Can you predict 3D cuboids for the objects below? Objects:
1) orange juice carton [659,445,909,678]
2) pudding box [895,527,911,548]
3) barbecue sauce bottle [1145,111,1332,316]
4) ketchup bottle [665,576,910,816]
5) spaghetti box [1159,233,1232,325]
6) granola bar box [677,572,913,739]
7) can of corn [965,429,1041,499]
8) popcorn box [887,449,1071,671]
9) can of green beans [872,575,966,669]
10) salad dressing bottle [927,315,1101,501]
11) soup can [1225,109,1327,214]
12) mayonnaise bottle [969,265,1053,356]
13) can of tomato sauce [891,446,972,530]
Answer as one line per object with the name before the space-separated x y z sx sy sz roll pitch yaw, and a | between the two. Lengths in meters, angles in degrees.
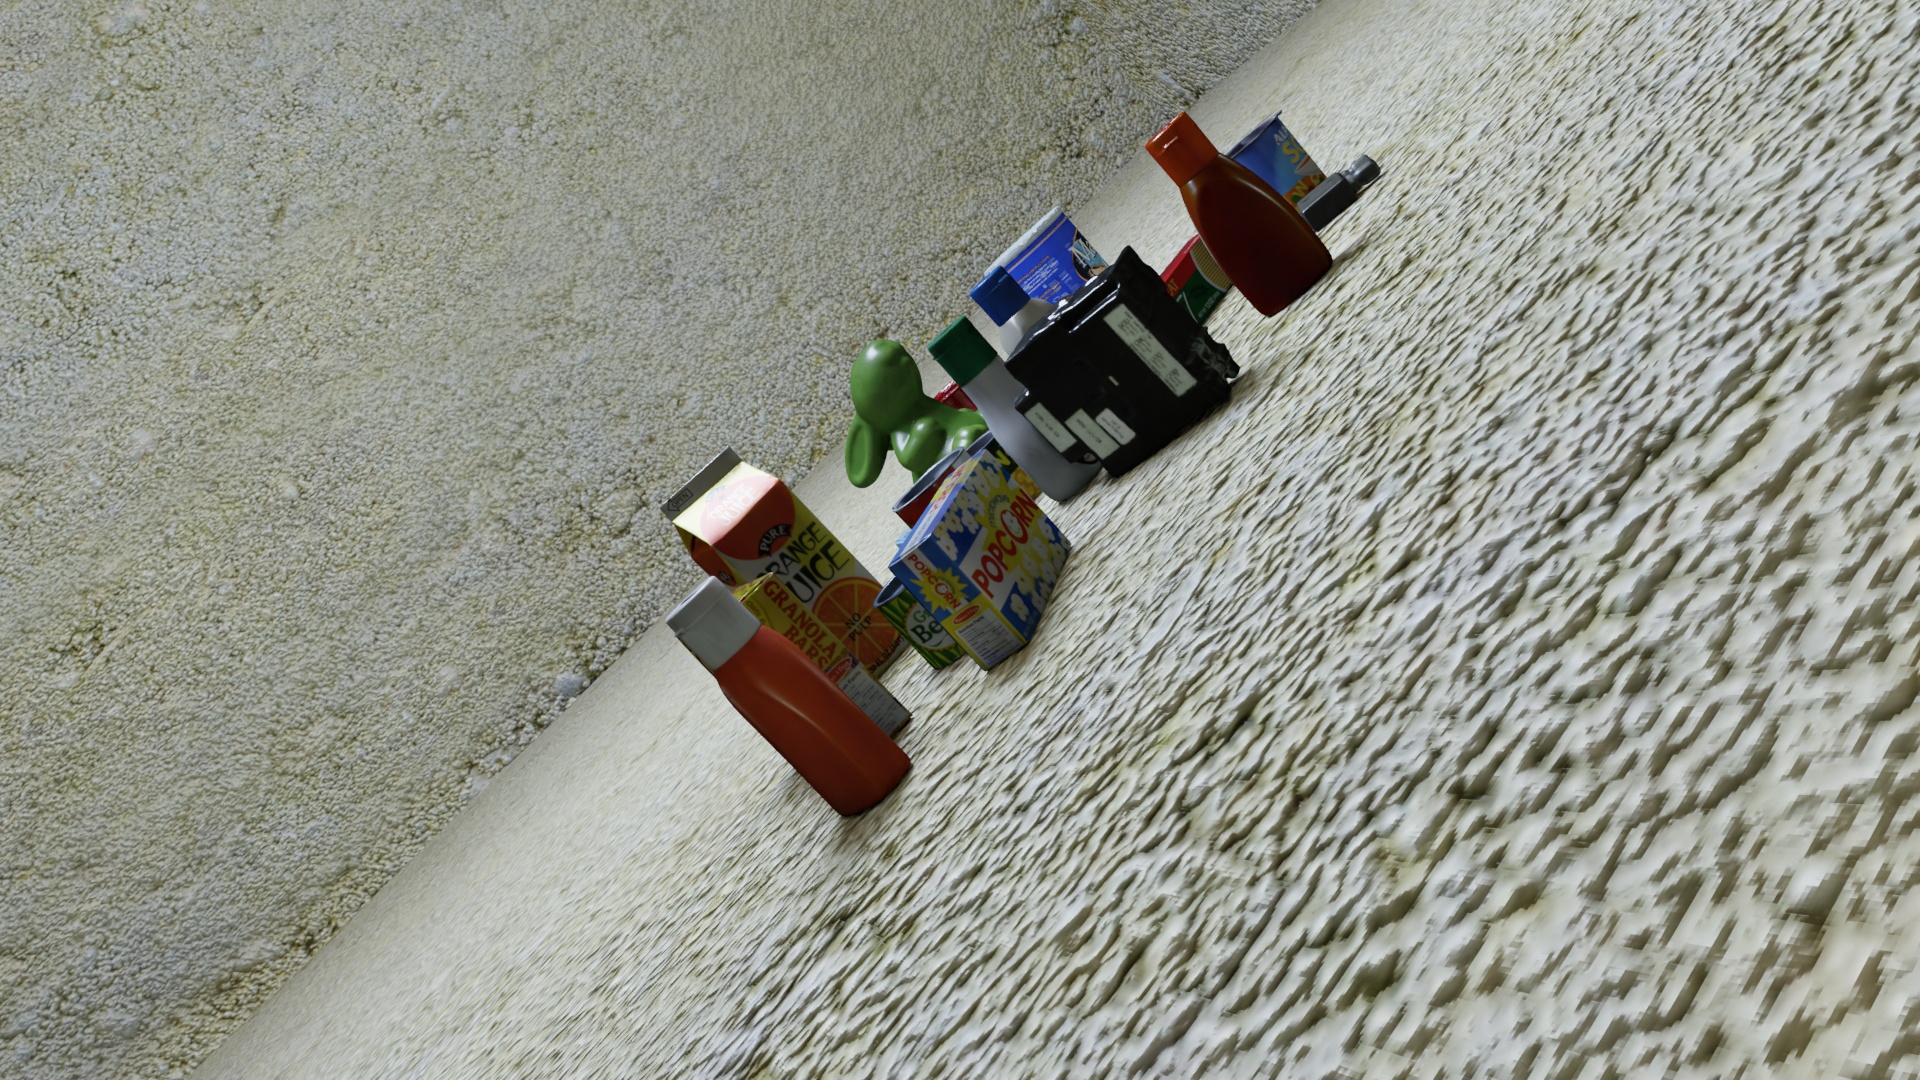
orange juice carton | -0.126 0.023 1.006 0.072 0.192 0.073 -47 10 -21
pudding box | -0.016 0.008 1.057 0.030 0.049 0.083 -45 10 -13
barbecue sauce bottle | 0.190 -0.230 0.967 0.064 0.148 0.044 -39 10 25
ketchup bottle | -0.096 0.085 0.756 0.044 0.148 0.064 -50 11 -35
spaghetti box | 0.163 -0.175 1.130 0.028 0.050 0.251 -32 14 49
granola bar box | -0.112 0.085 0.888 0.039 0.124 0.165 -47 10 -22
can of corn | 0.028 -0.049 1.103 0.071 0.058 0.071 -41 10 9
popcorn box | 0.014 0.009 0.828 0.038 0.085 0.127 -38 11 29
can of green beans | -0.013 0.040 0.886 0.071 0.058 0.071 -41 10 9
salad dressing bottle | 0.038 -0.095 0.994 0.044 0.147 0.064 -38 11 30
soup can | 0.270 -0.309 1.177 0.071 0.083 0.071 -42 10 9
mayonnaise bottle | 0.069 -0.163 1.158 0.065 0.148 0.041 -49 11 -32
can of tomato sauce | 0.003 -0.012 0.968 0.071 0.083 0.071 -42 10 9
